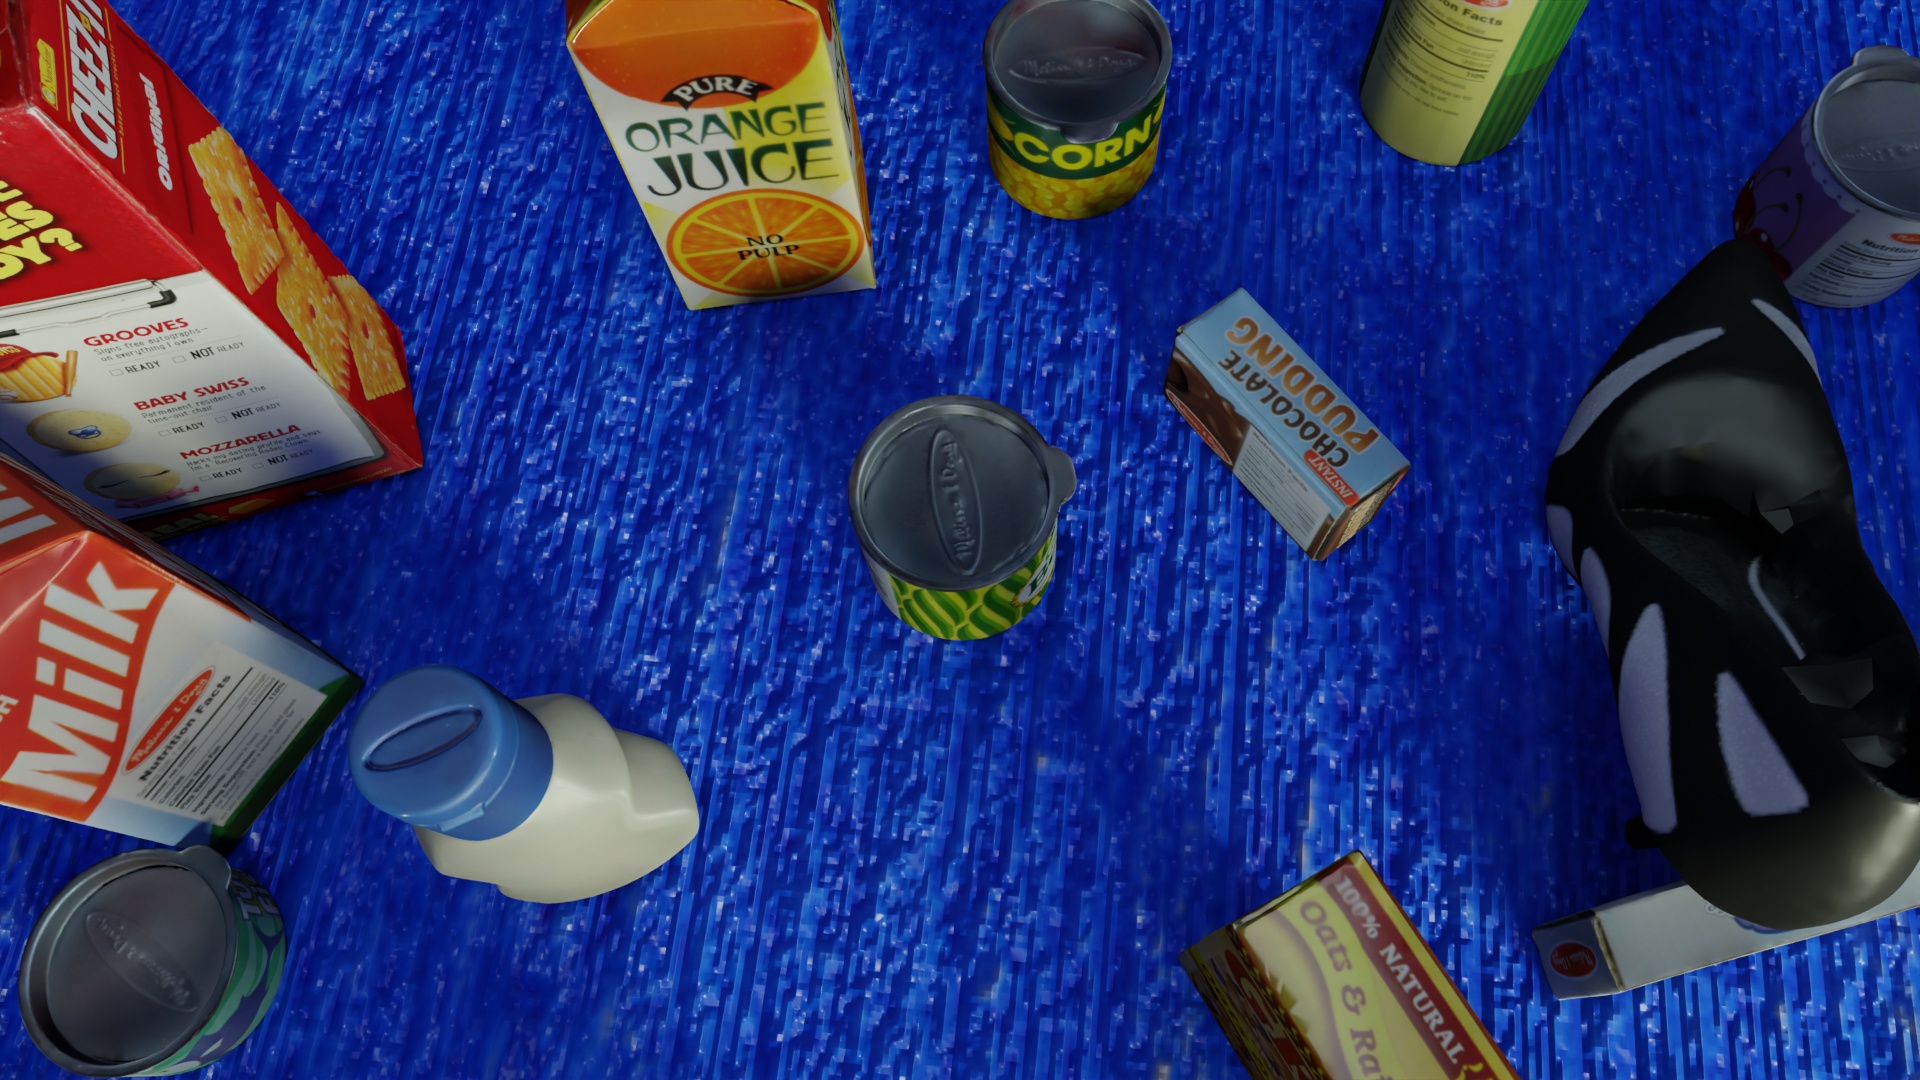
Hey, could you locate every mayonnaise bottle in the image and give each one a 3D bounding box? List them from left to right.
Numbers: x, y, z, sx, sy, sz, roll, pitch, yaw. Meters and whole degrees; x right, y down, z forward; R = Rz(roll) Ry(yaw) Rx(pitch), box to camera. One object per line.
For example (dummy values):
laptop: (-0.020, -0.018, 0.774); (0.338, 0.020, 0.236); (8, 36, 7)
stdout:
mayonnaise bottle: (-0.118, 0.069, 0.384); (0.065, 0.147, 0.041); (-24, 71, -6)

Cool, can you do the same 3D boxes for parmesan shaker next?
parmesan shaker: (0.183, -0.192, 0.492); (0.071, 0.102, 0.071); (-1, 70, 3)

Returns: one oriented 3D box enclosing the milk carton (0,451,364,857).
milk carton: (-0.256, 0.027, 0.384); (0.072, 0.190, 0.073); (31, 74, 13)

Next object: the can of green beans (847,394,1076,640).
can of green beans: (-0.001, -0.006, 0.455); (0.071, 0.057, 0.071); (-1, 70, 3)

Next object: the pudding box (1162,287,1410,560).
pudding box: (0.107, -0.039, 0.466); (0.030, 0.049, 0.084); (-36, 72, -10)

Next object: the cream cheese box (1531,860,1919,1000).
cream cheese box: (0.226, 0.107, 0.404); (0.104, 0.053, 0.024); (-15, 70, -3)

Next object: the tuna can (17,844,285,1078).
tuna can: (-0.246, 0.128, 0.430); (0.071, 0.032, 0.071); (-1, 69, 2)

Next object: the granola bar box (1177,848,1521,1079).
granola bar box: (0.122, 0.165, 0.350); (0.039, 0.124, 0.166); (-30, 71, -8)

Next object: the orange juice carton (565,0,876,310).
orange juice carton: (-0.075, -0.154, 0.442); (0.073, 0.192, 0.072); (-7, 70, 0)

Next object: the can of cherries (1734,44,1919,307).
can of cherries: (0.316, -0.126, 0.484); (0.071, 0.058, 0.072); (-1, 70, 3)

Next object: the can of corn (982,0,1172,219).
can of corn: (0.042, -0.159, 0.510); (0.071, 0.058, 0.071); (-1, 70, 3)
